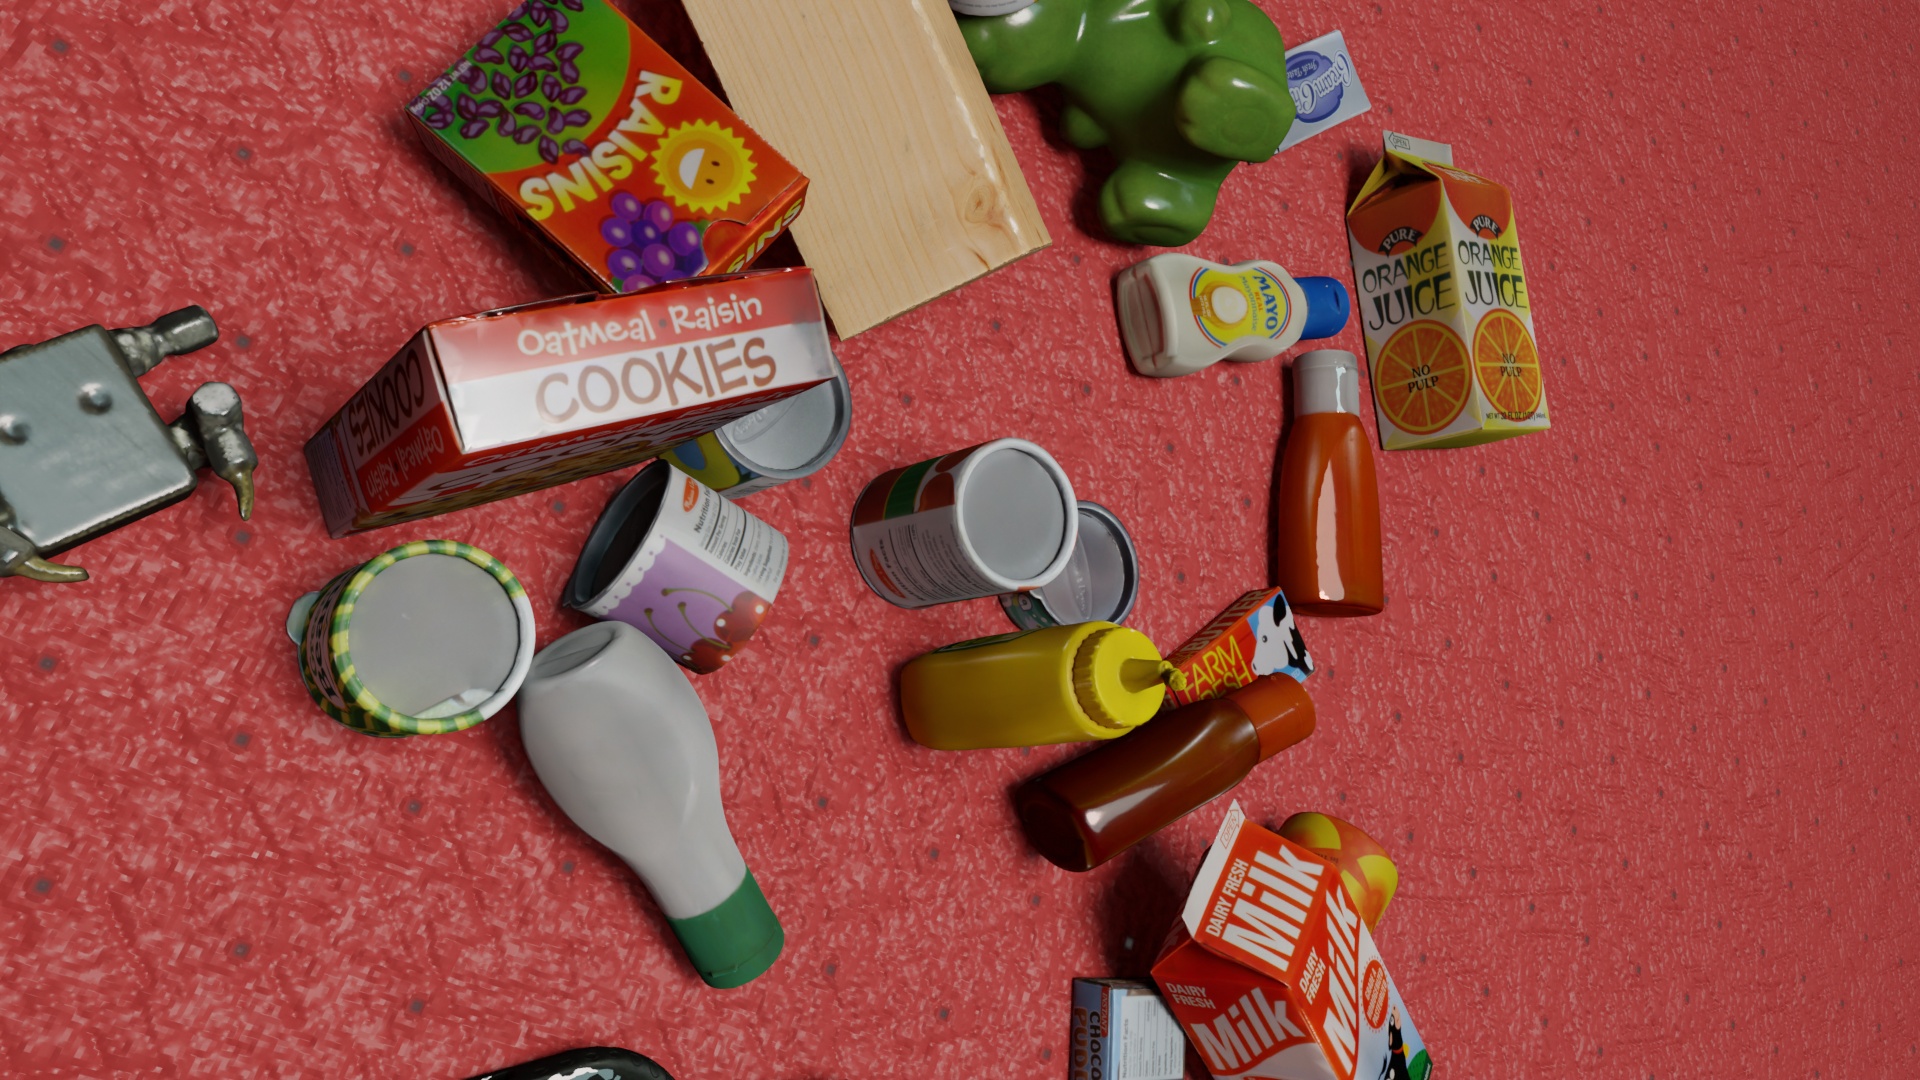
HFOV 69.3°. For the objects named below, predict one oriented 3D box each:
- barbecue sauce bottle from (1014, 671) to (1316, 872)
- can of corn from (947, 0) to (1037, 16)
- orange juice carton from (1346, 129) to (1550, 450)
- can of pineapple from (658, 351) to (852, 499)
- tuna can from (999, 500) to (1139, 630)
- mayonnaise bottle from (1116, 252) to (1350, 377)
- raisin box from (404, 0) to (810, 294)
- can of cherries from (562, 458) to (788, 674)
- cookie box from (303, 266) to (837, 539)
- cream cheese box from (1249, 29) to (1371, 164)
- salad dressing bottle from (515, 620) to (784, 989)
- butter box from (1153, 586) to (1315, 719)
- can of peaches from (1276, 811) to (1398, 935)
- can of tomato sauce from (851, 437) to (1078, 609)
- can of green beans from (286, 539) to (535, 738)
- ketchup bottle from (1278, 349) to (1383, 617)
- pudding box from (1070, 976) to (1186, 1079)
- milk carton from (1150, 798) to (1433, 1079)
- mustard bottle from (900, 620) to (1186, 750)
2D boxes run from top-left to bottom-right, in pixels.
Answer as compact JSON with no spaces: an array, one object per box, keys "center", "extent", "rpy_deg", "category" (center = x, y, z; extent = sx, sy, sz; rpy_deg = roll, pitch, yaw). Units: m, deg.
[{"center":[0.102,0.106,0.659],"extent":[0.149,0.065,0.043],"rpy_deg":[-22,98,-25],"category":"barbecue sauce bottle"},{"center":[0.013,-0.282,0.623],"extent":[0.071,0.058,0.071],"rpy_deg":[-3,62,5],"category":"can of corn"},{"center":[0.294,-0.155,0.850],"extent":[0.072,0.073,0.192],"rpy_deg":[-4,84,-36],"category":"orange juice carton"},{"center":[-0.088,-0.055,0.571],"extent":[0.071,0.057,0.071],"rpy_deg":[7,78,-35],"category":"can of pineapple"},{"center":[0.050,0.016,0.671],"extent":[0.071,0.032,0.071],"rpy_deg":[7,78,-34],"category":"tuna can"},{"center":[0.154,-0.126,0.764],"extent":[0.148,0.041,0.065],"rpy_deg":[-10,86,-35],"category":"mayonnaise bottle"},{"center":[-0.132,-0.145,0.531],"extent":[0.123,0.040,0.086],"rpy_deg":[42,75,-1],"category":"raisin box"},{"center":[-0.111,0.012,0.541],"extent":[0.058,0.071,0.072],"rpy_deg":[34,64,-27],"category":"can of cherries"},{"center":[-0.137,-0.045,0.467],"extent":[0.123,0.167,0.040],"rpy_deg":[-18,93,-36],"category":"cookie box"},{"center":[0.202,-0.267,0.834],"extent":[0.104,0.024,0.053],"rpy_deg":[-32,101,-35],"category":"cream cheese box"},{"center":[-0.112,0.102,0.521],"extent":[0.044,0.064,0.147],"rpy_deg":[-86,155,-66],"category":"salad dressing bottle"},{"center":[0.142,0.071,0.732],"extent":[0.104,0.024,0.053],"rpy_deg":[-32,101,-35],"category":"butter box"},{"center":[0.183,0.181,0.715],"extent":[0.058,0.071,0.071],"rpy_deg":[-46,109,-32],"category":"can of peaches"},{"center":[0.002,-0.008,0.611],"extent":[0.071,0.083,0.071],"rpy_deg":[6,79,-34],"category":"can of tomato sauce"},{"center":[-0.189,0.035,0.483],"extent":[0.071,0.057,0.071],"rpy_deg":[7,78,-34],"category":"can of green beans"},{"center":[0.209,-0.033,0.786],"extent":[0.065,0.043,0.149],"rpy_deg":[10,76,-35],"category":"ketchup bottle"},{"center":[0.078,0.250,0.652],"extent":[0.050,0.030,0.084],"rpy_deg":[11,76,-35],"category":"pudding box"},{"center":[0.153,0.214,0.658],"extent":[0.190,0.073,0.073],"rpy_deg":[60,44,-25],"category":"milk carton"},{"center":[0.038,0.060,0.578],"extent":[0.065,0.160,0.049],"rpy_deg":[-8,86,-37],"category":"mustard bottle"}]
